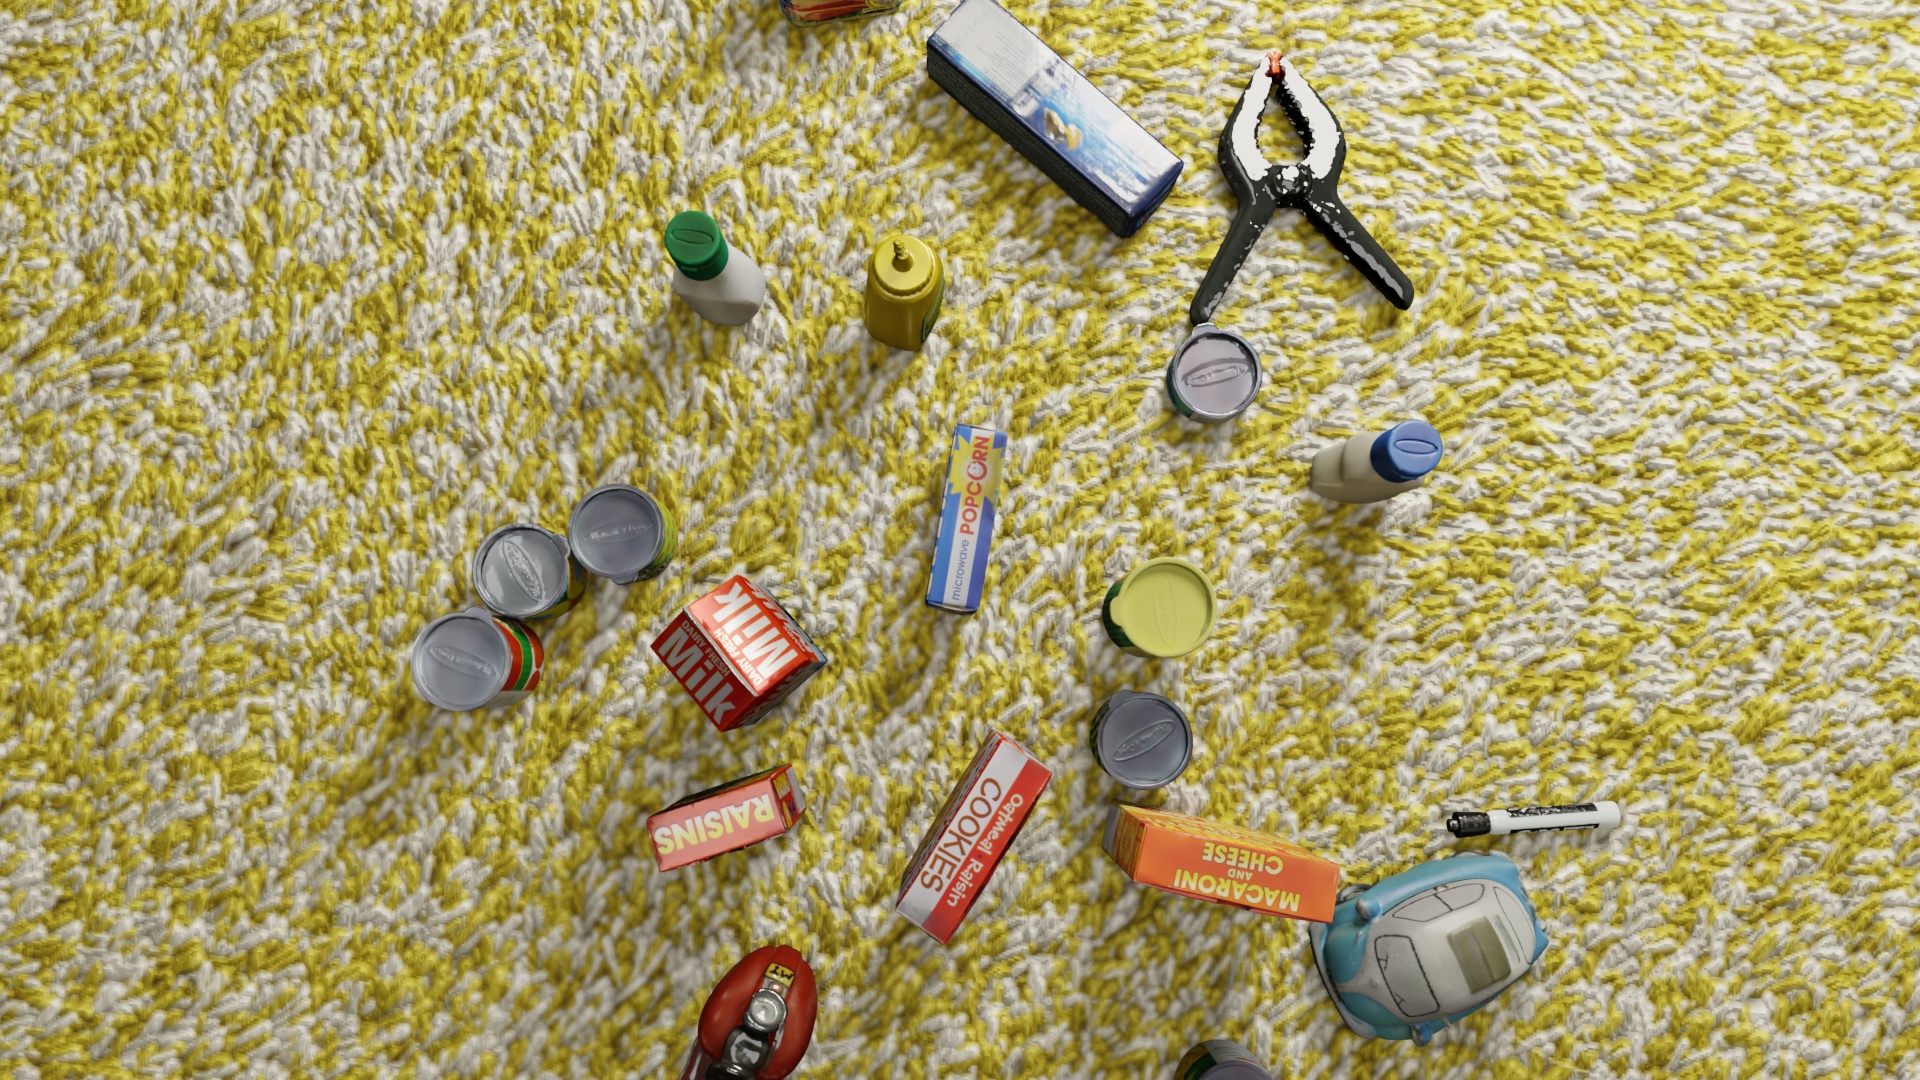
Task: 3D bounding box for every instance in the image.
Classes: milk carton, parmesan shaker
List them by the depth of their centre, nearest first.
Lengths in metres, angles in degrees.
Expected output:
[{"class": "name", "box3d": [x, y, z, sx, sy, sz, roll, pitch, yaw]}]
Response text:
[{"class": "milk carton", "box3d": [-0.144, 0.074, 0.911, 0.073, 0.190, 0.072, -40, 87, -4]}, {"class": "parmesan shaker", "box3d": [0.133, 0.048, 0.963, 0.071, 0.103, 0.071, 0, 85, -1]}]

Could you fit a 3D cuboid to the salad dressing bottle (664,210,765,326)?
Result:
[{"class": "salad dressing bottle", "box3d": [-0.172, -0.187, 0.959, 0.064, 0.147, 0.044, 9, 85, 0]}]

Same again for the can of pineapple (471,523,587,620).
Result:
[{"class": "can of pineapple", "box3d": [-0.301, 0.023, 0.980, 0.071, 0.058, 0.071, 0, 85, -1]}]

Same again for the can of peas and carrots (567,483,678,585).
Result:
[{"class": "can of peas and carrots", "box3d": [-0.237, -0.002, 0.983, 0.071, 0.058, 0.071, 0, 85, -1]}]

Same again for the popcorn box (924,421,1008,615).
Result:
[{"class": "popcorn box", "box3d": [0.003, -0.012, 0.975, 0.038, 0.085, 0.127, 10, 84, 0]}]

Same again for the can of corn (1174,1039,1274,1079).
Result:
[{"class": "can of corn", "box3d": [0.182, 0.385, 0.952, 0.071, 0.058, 0.071, 0, 85, -1]}]

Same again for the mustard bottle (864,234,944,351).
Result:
[{"class": "mustard bottle", "box3d": [-0.038, -0.175, 0.954, 0.049, 0.160, 0.065, 20, 85, 1]}]

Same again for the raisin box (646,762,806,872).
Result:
[{"class": "raisin box", "box3d": [-0.155, 0.185, 0.934, 0.086, 0.123, 0.040, -17, 85, -2]}]

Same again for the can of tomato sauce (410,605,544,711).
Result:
[{"class": "can of tomato sauce", "box3d": [-0.331, 0.082, 0.961, 0.071, 0.083, 0.071, 0, 85, -1]}]

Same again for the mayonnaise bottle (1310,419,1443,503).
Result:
[{"class": "mayonnaise bottle", "box3d": [0.288, -0.053, 0.953, 0.065, 0.148, 0.041, 7, 85, 0]}]

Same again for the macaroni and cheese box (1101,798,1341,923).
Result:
[{"class": "macaroni and cheese box", "box3d": [0.166, 0.209, 0.915, 0.124, 0.166, 0.040, 12, 85, 0]}]

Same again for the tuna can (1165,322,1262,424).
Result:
[{"class": "tuna can", "box3d": [0.184, -0.122, 1.016, 0.071, 0.033, 0.071, 0, 84, -1]}]

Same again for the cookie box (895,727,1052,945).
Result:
[{"class": "cookie box", "box3d": [0.008, 0.188, 0.914, 0.040, 0.167, 0.123, 32, 85, 2]}]

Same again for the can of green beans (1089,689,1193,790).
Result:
[{"class": "can of green beans", "box3d": [0.126, 0.139, 0.976, 0.071, 0.058, 0.071, 0, 85, -1]}]
